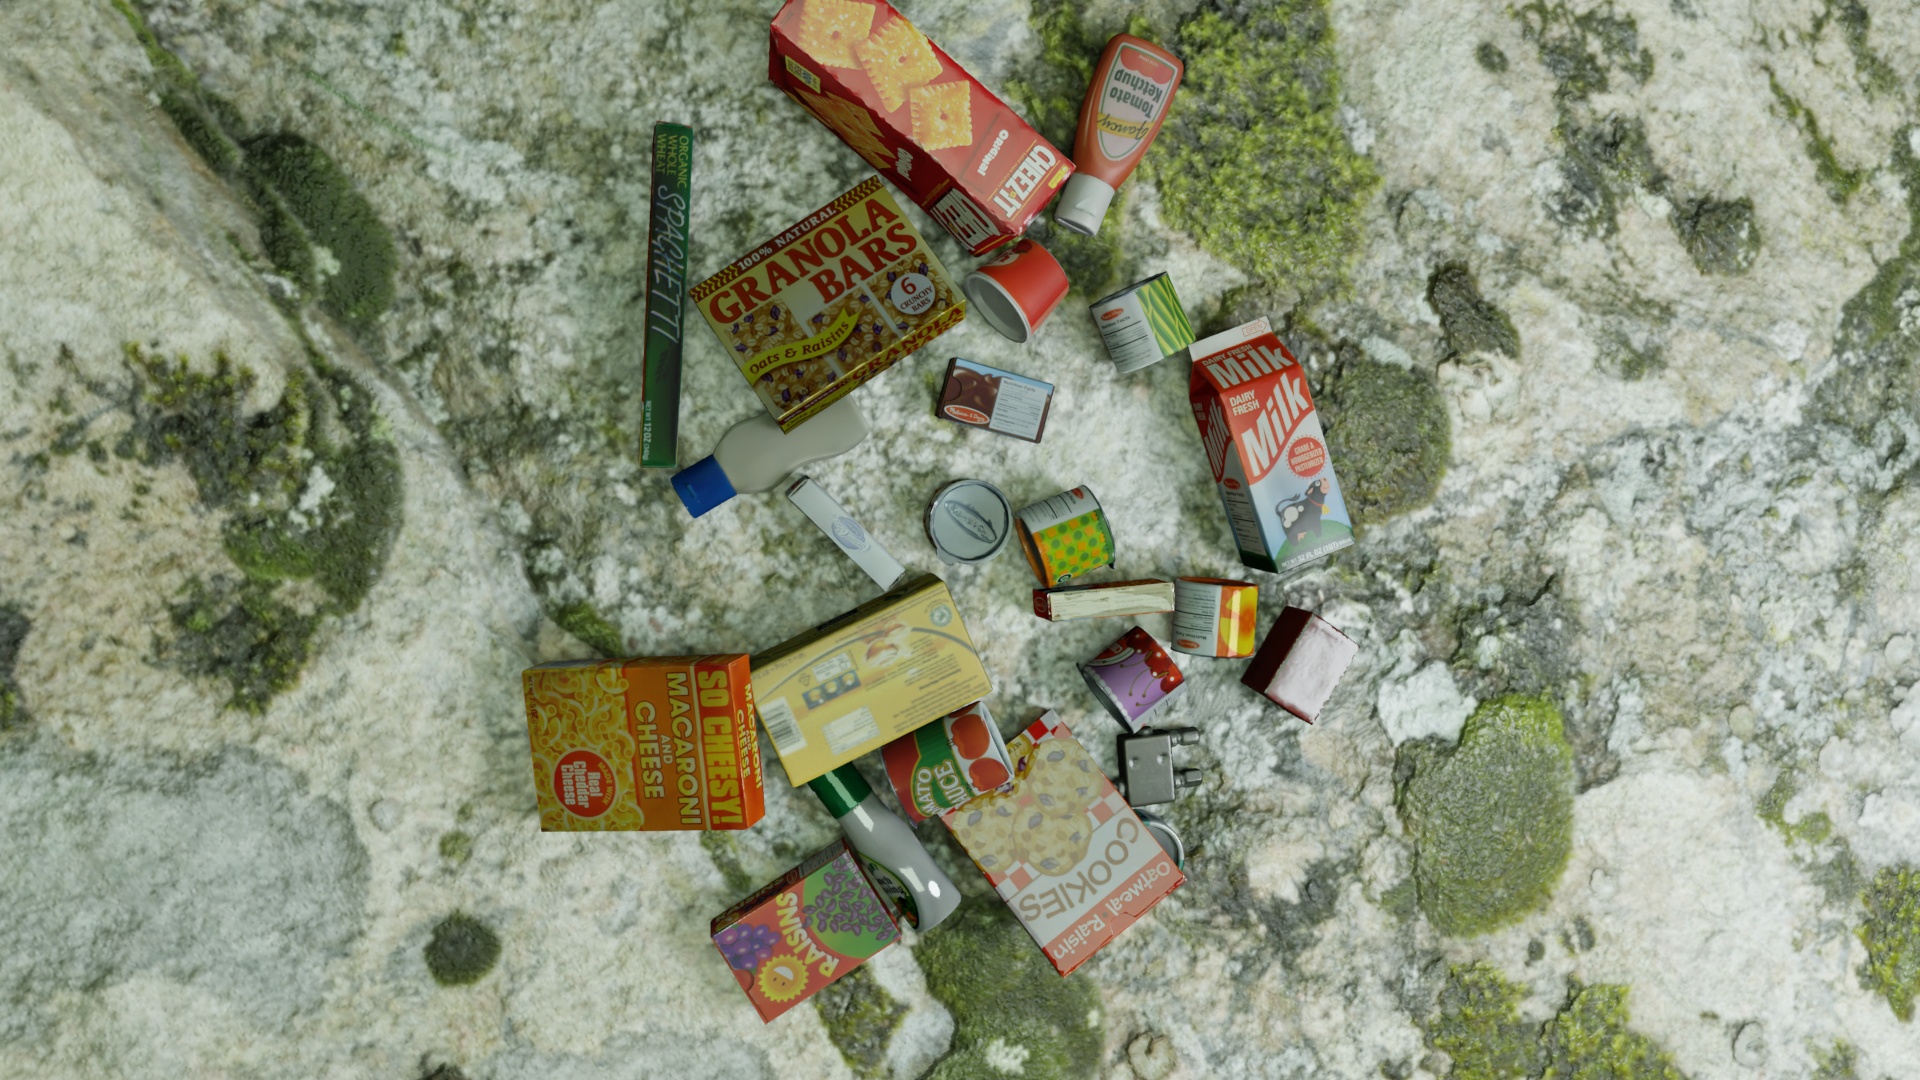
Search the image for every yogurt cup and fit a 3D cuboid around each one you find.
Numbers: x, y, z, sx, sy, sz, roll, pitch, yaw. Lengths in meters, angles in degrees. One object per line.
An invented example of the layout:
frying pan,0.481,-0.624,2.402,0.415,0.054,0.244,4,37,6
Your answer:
yogurt cup,0.046,-0.193,1.062,0.054,0.072,0.072,-43,101,-13

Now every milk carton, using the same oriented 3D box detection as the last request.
milk carton,0.241,-0.076,1.102,0.072,0.073,0.190,-21,98,-8

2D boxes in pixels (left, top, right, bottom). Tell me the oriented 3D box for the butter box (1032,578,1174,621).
butter box,0.113,0.047,1.097,0.104,0.053,0.024,-5,93,-11

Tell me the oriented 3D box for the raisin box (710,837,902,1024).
raisin box,-0.120,0.303,1.079,0.123,0.040,0.086,-31,100,-6

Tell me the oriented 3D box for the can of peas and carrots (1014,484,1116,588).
can of peas and carrots,0.082,-0.001,1.081,0.059,0.071,0.071,-21,98,-8

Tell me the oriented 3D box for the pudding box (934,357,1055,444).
pudding box,0.026,-0.109,1.081,0.084,0.030,0.049,14,93,-11

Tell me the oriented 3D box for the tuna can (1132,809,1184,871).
tuna can,0.144,0.257,1.129,0.071,0.033,0.071,-1,94,-11

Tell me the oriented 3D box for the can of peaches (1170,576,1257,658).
can of peaches,0.204,0.061,1.111,0.071,0.071,0.058,2,94,-11

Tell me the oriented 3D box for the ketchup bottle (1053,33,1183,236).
ketchup bottle,0.117,-0.311,1.076,0.065,0.043,0.148,23,90,-12

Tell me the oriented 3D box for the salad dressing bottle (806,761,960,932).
salad dressing bottle,-0.061,0.233,1.077,0.044,0.064,0.147,-38,92,-24

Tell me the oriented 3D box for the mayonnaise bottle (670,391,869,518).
mayonnaise bottle,-0.145,-0.069,1.046,0.148,0.041,0.064,-31,92,-6

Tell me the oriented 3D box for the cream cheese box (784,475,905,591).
cream cheese box,-0.088,-0.007,1.055,0.103,0.053,0.024,44,88,-11

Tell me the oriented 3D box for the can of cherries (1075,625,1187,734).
can of cherries,0.136,0.108,1.100,0.058,0.071,0.071,-38,100,-6

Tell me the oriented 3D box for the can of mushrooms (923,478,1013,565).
can of mushrooms,0.004,-0.014,1.082,0.071,0.033,0.071,-1,95,-11

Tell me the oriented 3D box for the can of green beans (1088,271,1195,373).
can of green beans,0.142,-0.169,1.080,0.071,0.071,0.057,-27,100,-8

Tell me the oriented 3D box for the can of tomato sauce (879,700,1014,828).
can of tomato sauce,-0.009,0.168,1.049,0.083,0.071,0.071,-25,99,4

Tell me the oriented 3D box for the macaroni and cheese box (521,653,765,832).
macaroni and cheese box,-0.230,0.147,1.013,0.166,0.040,0.123,-4,96,15

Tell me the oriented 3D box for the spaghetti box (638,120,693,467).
spaghetti box,-0.217,-0.177,1.019,0.029,0.050,0.249,3,94,-13

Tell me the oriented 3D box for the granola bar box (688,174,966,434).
granola bar box,-0.097,-0.175,1.028,0.166,0.039,0.124,-34,78,-7

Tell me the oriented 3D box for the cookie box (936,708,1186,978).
cookie box,0.075,0.235,1.086,0.123,0.040,0.167,-37,82,-6
